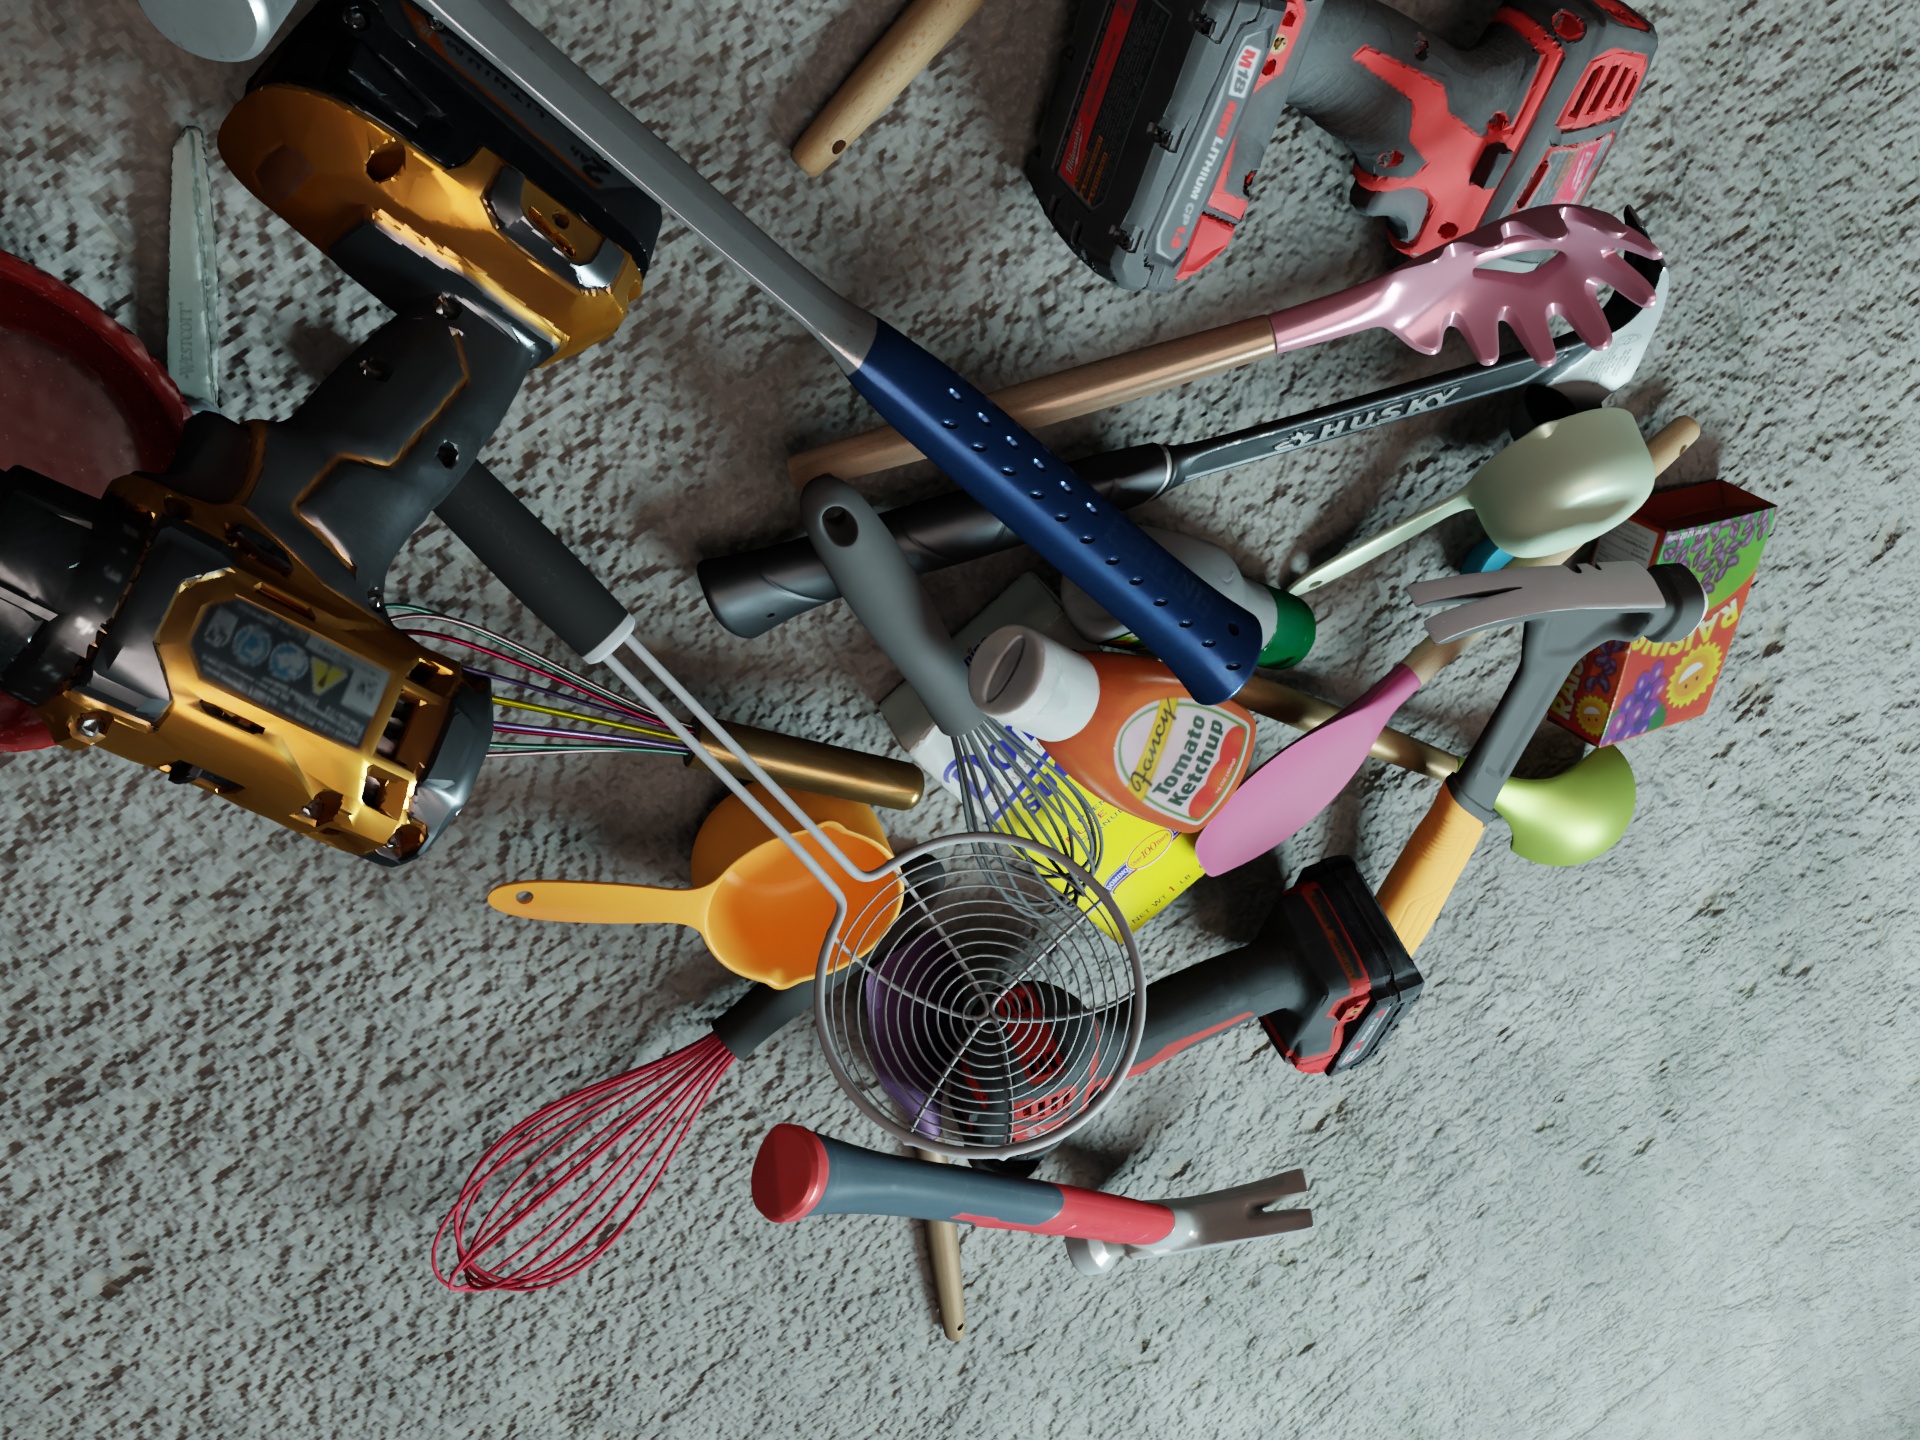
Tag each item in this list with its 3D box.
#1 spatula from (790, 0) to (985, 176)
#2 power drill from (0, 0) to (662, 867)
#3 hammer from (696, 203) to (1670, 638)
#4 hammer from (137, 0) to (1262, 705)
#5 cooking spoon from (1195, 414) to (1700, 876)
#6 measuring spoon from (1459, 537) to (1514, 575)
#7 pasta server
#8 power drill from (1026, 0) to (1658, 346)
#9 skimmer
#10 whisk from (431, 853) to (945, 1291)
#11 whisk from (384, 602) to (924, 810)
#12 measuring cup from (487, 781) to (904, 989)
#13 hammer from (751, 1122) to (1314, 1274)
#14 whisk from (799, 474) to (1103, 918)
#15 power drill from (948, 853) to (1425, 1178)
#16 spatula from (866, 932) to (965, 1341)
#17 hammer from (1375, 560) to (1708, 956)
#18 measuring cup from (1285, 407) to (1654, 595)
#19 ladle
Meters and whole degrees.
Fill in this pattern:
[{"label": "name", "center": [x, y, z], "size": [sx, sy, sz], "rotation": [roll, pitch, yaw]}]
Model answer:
[{"label": "spatula", "center": [0.059, -0.298, 0.524], "size": [0.317, 0.044, 0.082], "rotation": [-45, 155, 11]}, {"label": "power drill", "center": [-0.194, -0.094, 0.442], "size": [0.185, 0.084, 0.226], "rotation": [32, 63, -36]}, {"label": "hammer", "center": [0.095, -0.106, 0.643], "size": [0.409, 0.036, 0.149], "rotation": [-17, 160, -8]}, {"label": "hammer", "center": [-0.038, -0.131, 0.508], "size": [0.405, 0.144, 0.035], "rotation": [36, 139, -30]}, {"label": "cooking spoon", "center": [0.230, -0.038, 0.748], "size": [0.319, 0.017, 0.068], "rotation": [-41, 142, -5]}, {"label": "measuring spoon", "center": [0.288, -0.065, 0.799], "size": [0.128, 0.021, 0.042], "rotation": [15, 109, -41]}, {"label": "pasta server", "center": [0.089, -0.128, 0.580], "size": [0.316, 0.040, 0.060], "rotation": [-15, 144, 6]}, {"label": "power drill", "center": [0.145, -0.212, 0.595], "size": [0.219, 0.079, 0.143], "rotation": [-2, 133, -28]}, {"label": "skimmer", "center": [-0.077, 0.013, 0.573], "size": [0.127, 0.090, 0.363], "rotation": [-48, 110, -15]}, {"label": "whisk", "center": [-0.123, 0.161, 0.736], "size": [0.296, 0.073, 0.073], "rotation": [-40, 128, -4]}, {"label": "whisk", "center": [-0.127, 0.002, 0.624], "size": [0.244, 0.051, 0.047], "rotation": [13, 146, -24]}, {"label": "measuring cup", "center": [-0.112, 0.062, 0.676], "size": [0.173, 0.052, 0.095], "rotation": [4, 124, -22]}, {"label": "hammer", "center": [0.042, 0.227, 0.755], "size": [0.143, 0.038, 0.386], "rotation": [-20, 152, 24]}, {"label": "whisk", "center": [-0.002, -0.002, 0.633], "size": [0.055, 0.055, 0.238], "rotation": [-33, 125, -1]}, {"label": "power drill", "center": [0.101, 0.165, 0.805], "size": [0.226, 0.080, 0.187], "rotation": [-17, 150, -13]}, {"label": "spatula", "center": [-0.013, 0.235, 0.851], "size": [0.060, 0.018, 0.315], "rotation": [-30, 132, -31]}, {"label": "hammer", "center": [0.235, 0.055, 0.783], "size": [0.127, 0.034, 0.336], "rotation": [-4, 139, -12]}, {"label": "measuring cup", "center": [0.229, -0.082, 0.716], "size": [0.167, 0.038, 0.083], "rotation": [-27, 160, 17]}, {"label": "ladle", "center": [0.222, 0.009, 0.806], "size": [0.320, 0.062, 0.078], "rotation": [19, 119, -25]}]
